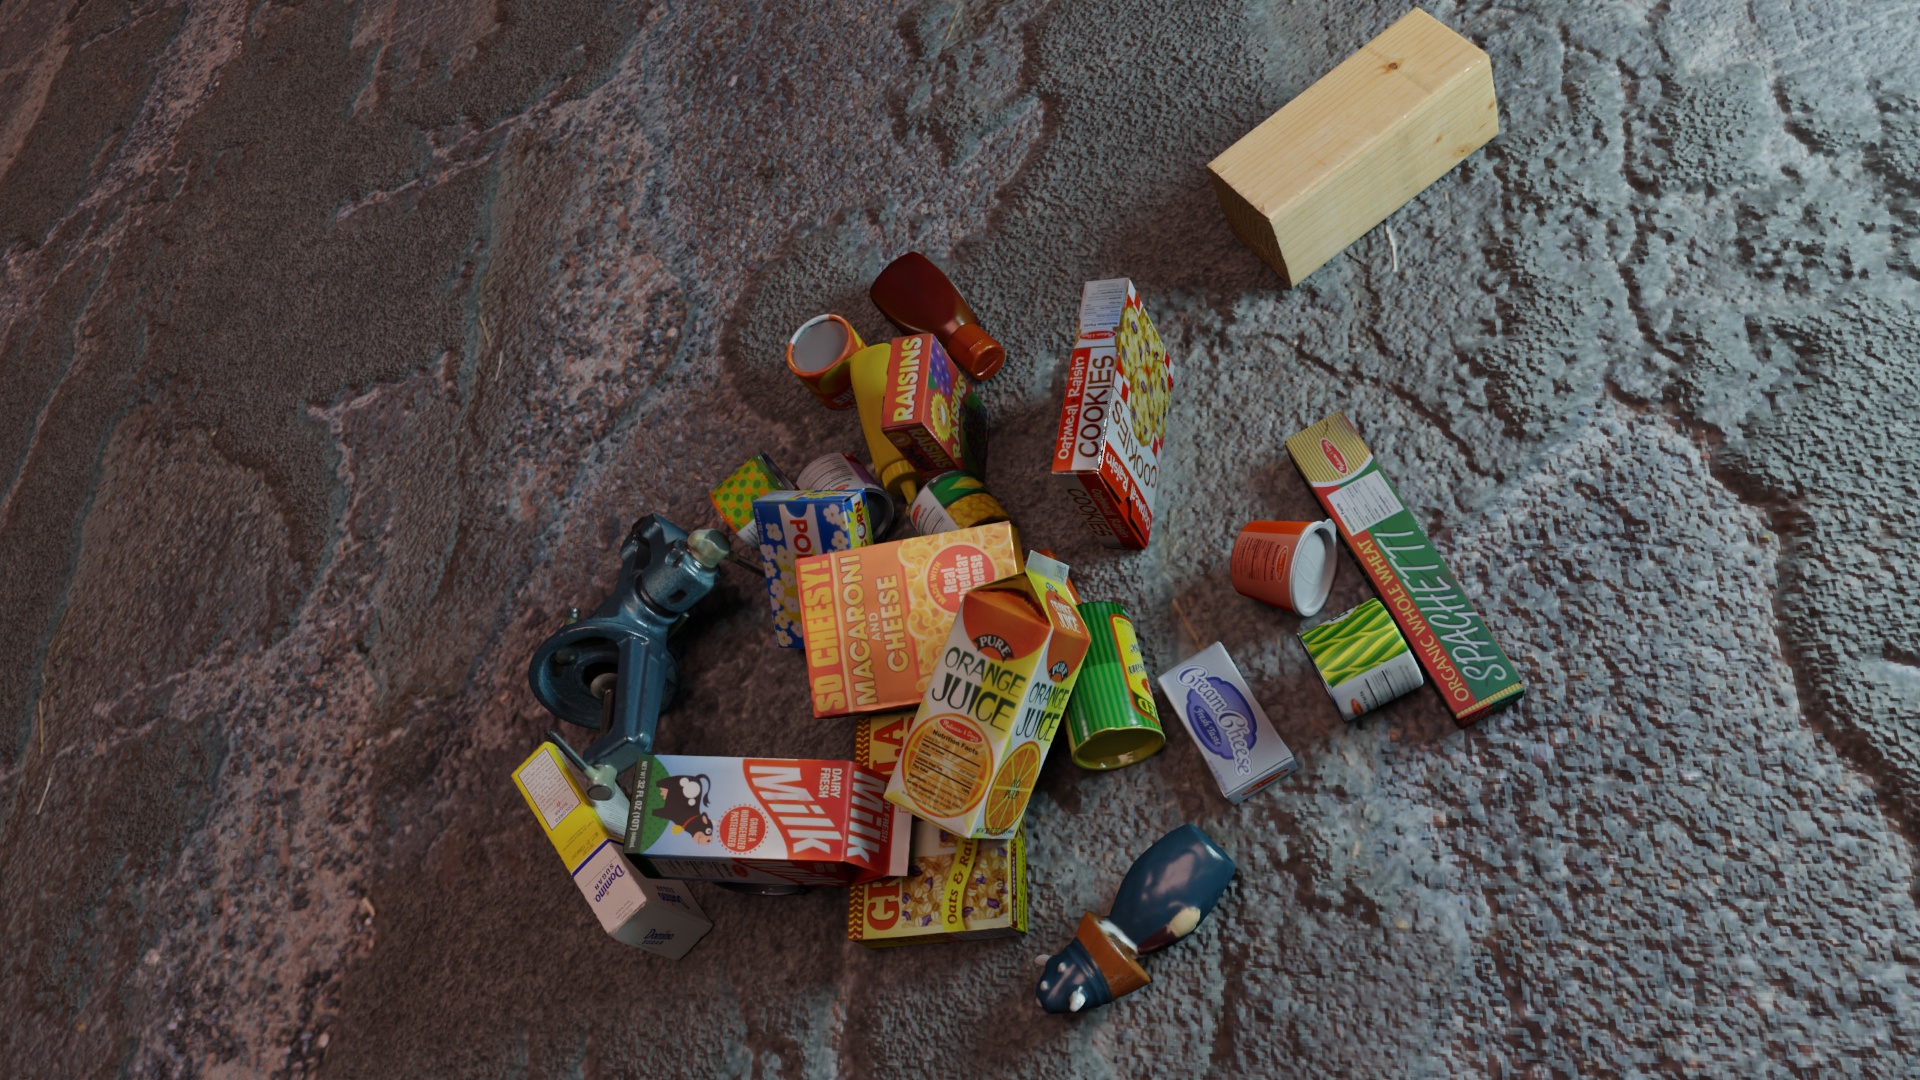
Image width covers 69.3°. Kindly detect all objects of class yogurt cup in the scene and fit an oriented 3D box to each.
[{"bbox_3d":[0.227,0.017,0.982,0.054,0.072,0.072,11,69,38],"label":"yogurt cup"}]

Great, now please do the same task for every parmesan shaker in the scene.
[{"bbox_3d":[0.100,0.101,0.988,0.071,0.071,0.103,-21,56,14],"label":"parmesan shaker"}]

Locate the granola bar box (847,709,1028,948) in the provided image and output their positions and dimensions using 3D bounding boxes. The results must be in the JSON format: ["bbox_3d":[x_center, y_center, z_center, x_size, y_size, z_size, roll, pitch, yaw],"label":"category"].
[{"bbox_3d":[-0.016,0.205,1.005,0.124,0.039,0.166,-10,60,19],"label":"granola bar box"}]

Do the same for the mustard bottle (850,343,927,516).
[{"bbox_3d":[-0.054,-0.089,1.173,0.049,0.065,0.161,-20,63,9],"label":"mustard bottle"}]

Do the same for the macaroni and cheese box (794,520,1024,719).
[{"bbox_3d":[-0.032,0.061,1.030,0.166,0.040,0.124,-10,80,12],"label":"macaroni and cheese box"}]

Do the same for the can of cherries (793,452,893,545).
[{"bbox_3d":[-0.097,-0.029,1.155,0.071,0.071,0.058,-41,48,0],"label":"can of cherries"}]

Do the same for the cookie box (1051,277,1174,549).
[{"bbox_3d":[0.119,-0.094,1.055,0.040,0.122,0.168,-1,63,26],"label":"cookie box"}]

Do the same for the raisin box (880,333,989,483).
[{"bbox_3d":[-0.019,-0.098,1.122,0.040,0.123,0.086,-6,62,22],"label":"raisin box"}]

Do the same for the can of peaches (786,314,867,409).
[{"bbox_3d":[-0.113,-0.158,1.239,0.071,0.058,0.071,-11,59,19],"label":"can of peaches"}]

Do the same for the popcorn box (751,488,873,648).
[{"bbox_3d":[-0.111,0.023,1.105,0.085,0.038,0.126,0,108,26],"label":"popcorn box"}]

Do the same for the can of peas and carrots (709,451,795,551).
[{"bbox_3d":[-0.174,-0.035,1.194,0.059,0.070,0.071,-40,54,1],"label":"can of peas and carrots"}]

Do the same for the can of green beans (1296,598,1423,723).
[{"bbox_3d":[0.266,0.080,0.926,0.058,0.071,0.071,-28,55,8],"label":"can of green beans"}]

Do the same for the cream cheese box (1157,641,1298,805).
[{"bbox_3d":[0.184,0.126,0.964,0.053,0.024,0.104,-32,55,6],"label":"cream cheese box"}]

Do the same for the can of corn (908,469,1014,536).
[{"bbox_3d":[0.004,-0.014,1.102,0.071,0.071,0.058,-39,55,1],"label":"can of corn"}]

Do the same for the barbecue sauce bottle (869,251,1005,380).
[{"bbox_3d":[-0.017,-0.195,1.224,0.065,0.043,0.149,-42,55,-1],"label":"barbecue sauce bottle"}]

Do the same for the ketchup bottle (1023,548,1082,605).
[{"bbox_3d":[0.019,0.067,1.062,0.149,0.043,0.065,-30,61,8],"label":"ketchup bottle"}]

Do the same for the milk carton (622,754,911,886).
[{"bbox_3d":[-0.130,0.197,0.972,0.191,0.073,0.072,2,62,2],"label":"milk carton"}]

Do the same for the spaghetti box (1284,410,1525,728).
[{"bbox_3d":[0.304,0.015,0.967,0.050,0.028,0.251,-28,55,8],"label":"spaghetti box"}]

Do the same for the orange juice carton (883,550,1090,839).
[{"bbox_3d":[0.027,0.101,0.945,0.073,0.072,0.192,21,88,29],"label":"orange juice carton"}]

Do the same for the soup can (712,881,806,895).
[{"bbox_3d":[-0.145,0.218,1.043,0.071,0.071,0.084,-7,60,22],"label":"soup can"}]
